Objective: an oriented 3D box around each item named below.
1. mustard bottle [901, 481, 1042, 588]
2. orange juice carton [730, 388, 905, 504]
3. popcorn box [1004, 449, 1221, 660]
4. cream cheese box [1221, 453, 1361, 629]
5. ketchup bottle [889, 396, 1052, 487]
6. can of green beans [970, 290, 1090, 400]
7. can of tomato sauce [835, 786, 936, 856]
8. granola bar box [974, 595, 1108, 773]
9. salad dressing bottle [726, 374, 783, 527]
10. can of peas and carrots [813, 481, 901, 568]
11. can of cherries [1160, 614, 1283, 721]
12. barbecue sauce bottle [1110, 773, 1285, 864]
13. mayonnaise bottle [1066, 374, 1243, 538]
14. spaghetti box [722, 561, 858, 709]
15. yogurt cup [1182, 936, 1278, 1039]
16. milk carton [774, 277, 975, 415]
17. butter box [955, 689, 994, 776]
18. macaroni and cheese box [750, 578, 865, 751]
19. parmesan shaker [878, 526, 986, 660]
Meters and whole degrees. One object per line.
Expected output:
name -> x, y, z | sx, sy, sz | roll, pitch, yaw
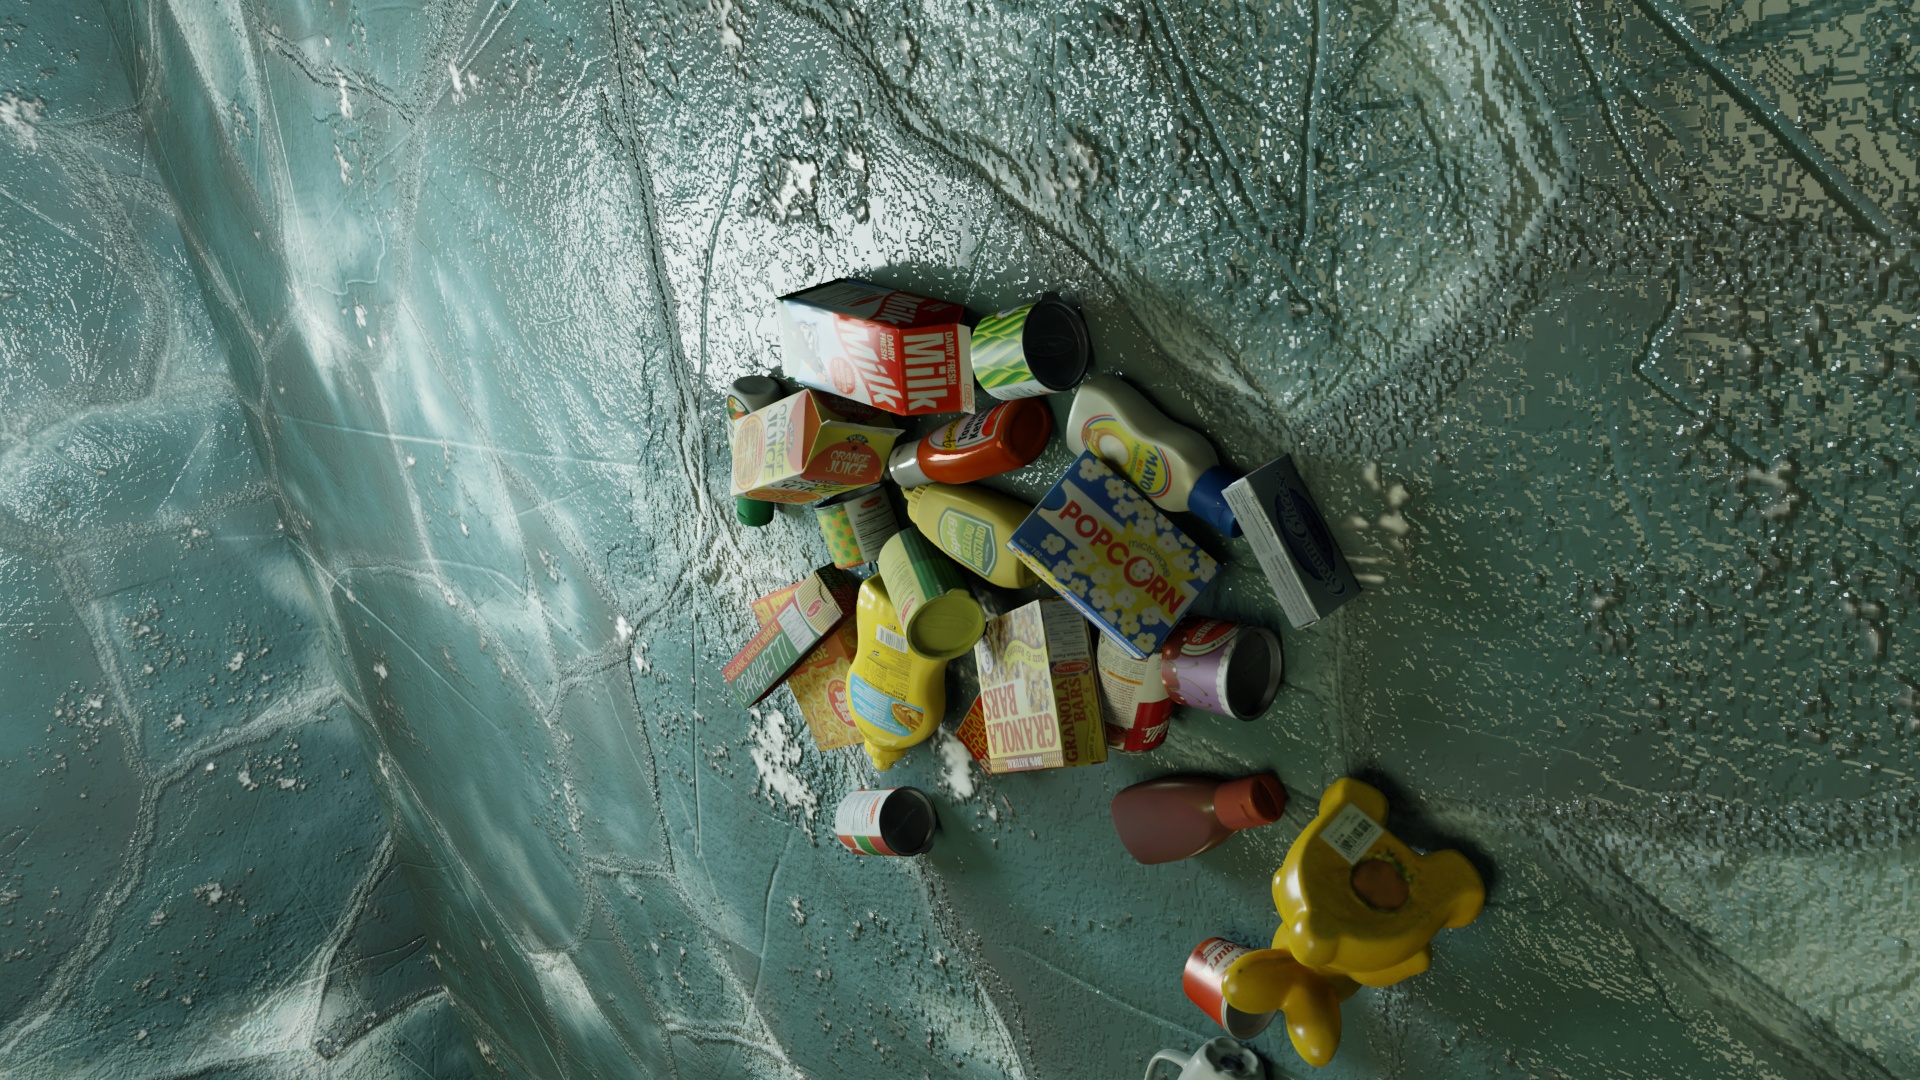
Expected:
mustard bottle -> 0.004, -0.014, 1.127 | 0.160, 0.049, 0.065 | 26, 123, 38
orange juice carton -> -0.125, -0.081, 1.188 | 0.192, 0.072, 0.073 | -12, 74, 57
popcorn box -> 0.106, 0.011, 0.963 | 0.127, 0.085, 0.038 | 41, 171, 0
cream cheese box -> 0.213, 0.001, 0.893 | 0.024, 0.053, 0.104 | -30, 87, 50
ketchup bottle -> 0.003, -0.071, 1.080 | 0.148, 0.065, 0.043 | -14, 125, 48
can of green beans -> 0.049, -0.136, 0.994 | 0.057, 0.071, 0.071 | -4, 107, 50
can of tomato sauce -> -0.073, 0.278, 1.366 | 0.083, 0.071, 0.071 | -16, 98, 52
granola bar box -> 0.059, 0.115, 1.078 | 0.165, 0.039, 0.124 | 146, 117, -70
salad dressing bottle -> -0.195, -0.083, 1.322 | 0.064, 0.044, 0.146 | 33, 132, 36
can of peas and carrots -> -0.089, -0.013, 1.222 | 0.071, 0.071, 0.058 | -8, 105, 50
can of cherries -> 0.181, 0.085, 0.966 | 0.058, 0.072, 0.071 | 10, 118, 47
barbecue sauce bottle -> 0.180, 0.207, 1.054 | 0.148, 0.044, 0.065 | -28, 88, 51
mayonnaise bottle -> 0.139, -0.055, 0.956 | 0.148, 0.041, 0.064 | 38, 137, 30
spaghetti box -> -0.166, 0.096, 1.332 | 0.050, 0.029, 0.249 | 57, 141, 8
yogurt cup -> 0.211, 0.345, 1.080 | 0.054, 0.073, 0.072 | 16, 122, 53
milk carton -> -0.058, -0.153, 1.102 | 0.191, 0.074, 0.072 | 20, 125, 41
butter box -> 0.034, 0.156, 1.208 | 0.053, 0.024, 0.103 | 48, 139, 21
macaroni and cheese box -> -0.128, 0.117, 1.360 | 0.123, 0.040, 0.166 | -22, 94, 51
parmesan shaker -> -0.024, 0.040, 1.145 | 0.103, 0.071, 0.071 | -116, 25, -53
